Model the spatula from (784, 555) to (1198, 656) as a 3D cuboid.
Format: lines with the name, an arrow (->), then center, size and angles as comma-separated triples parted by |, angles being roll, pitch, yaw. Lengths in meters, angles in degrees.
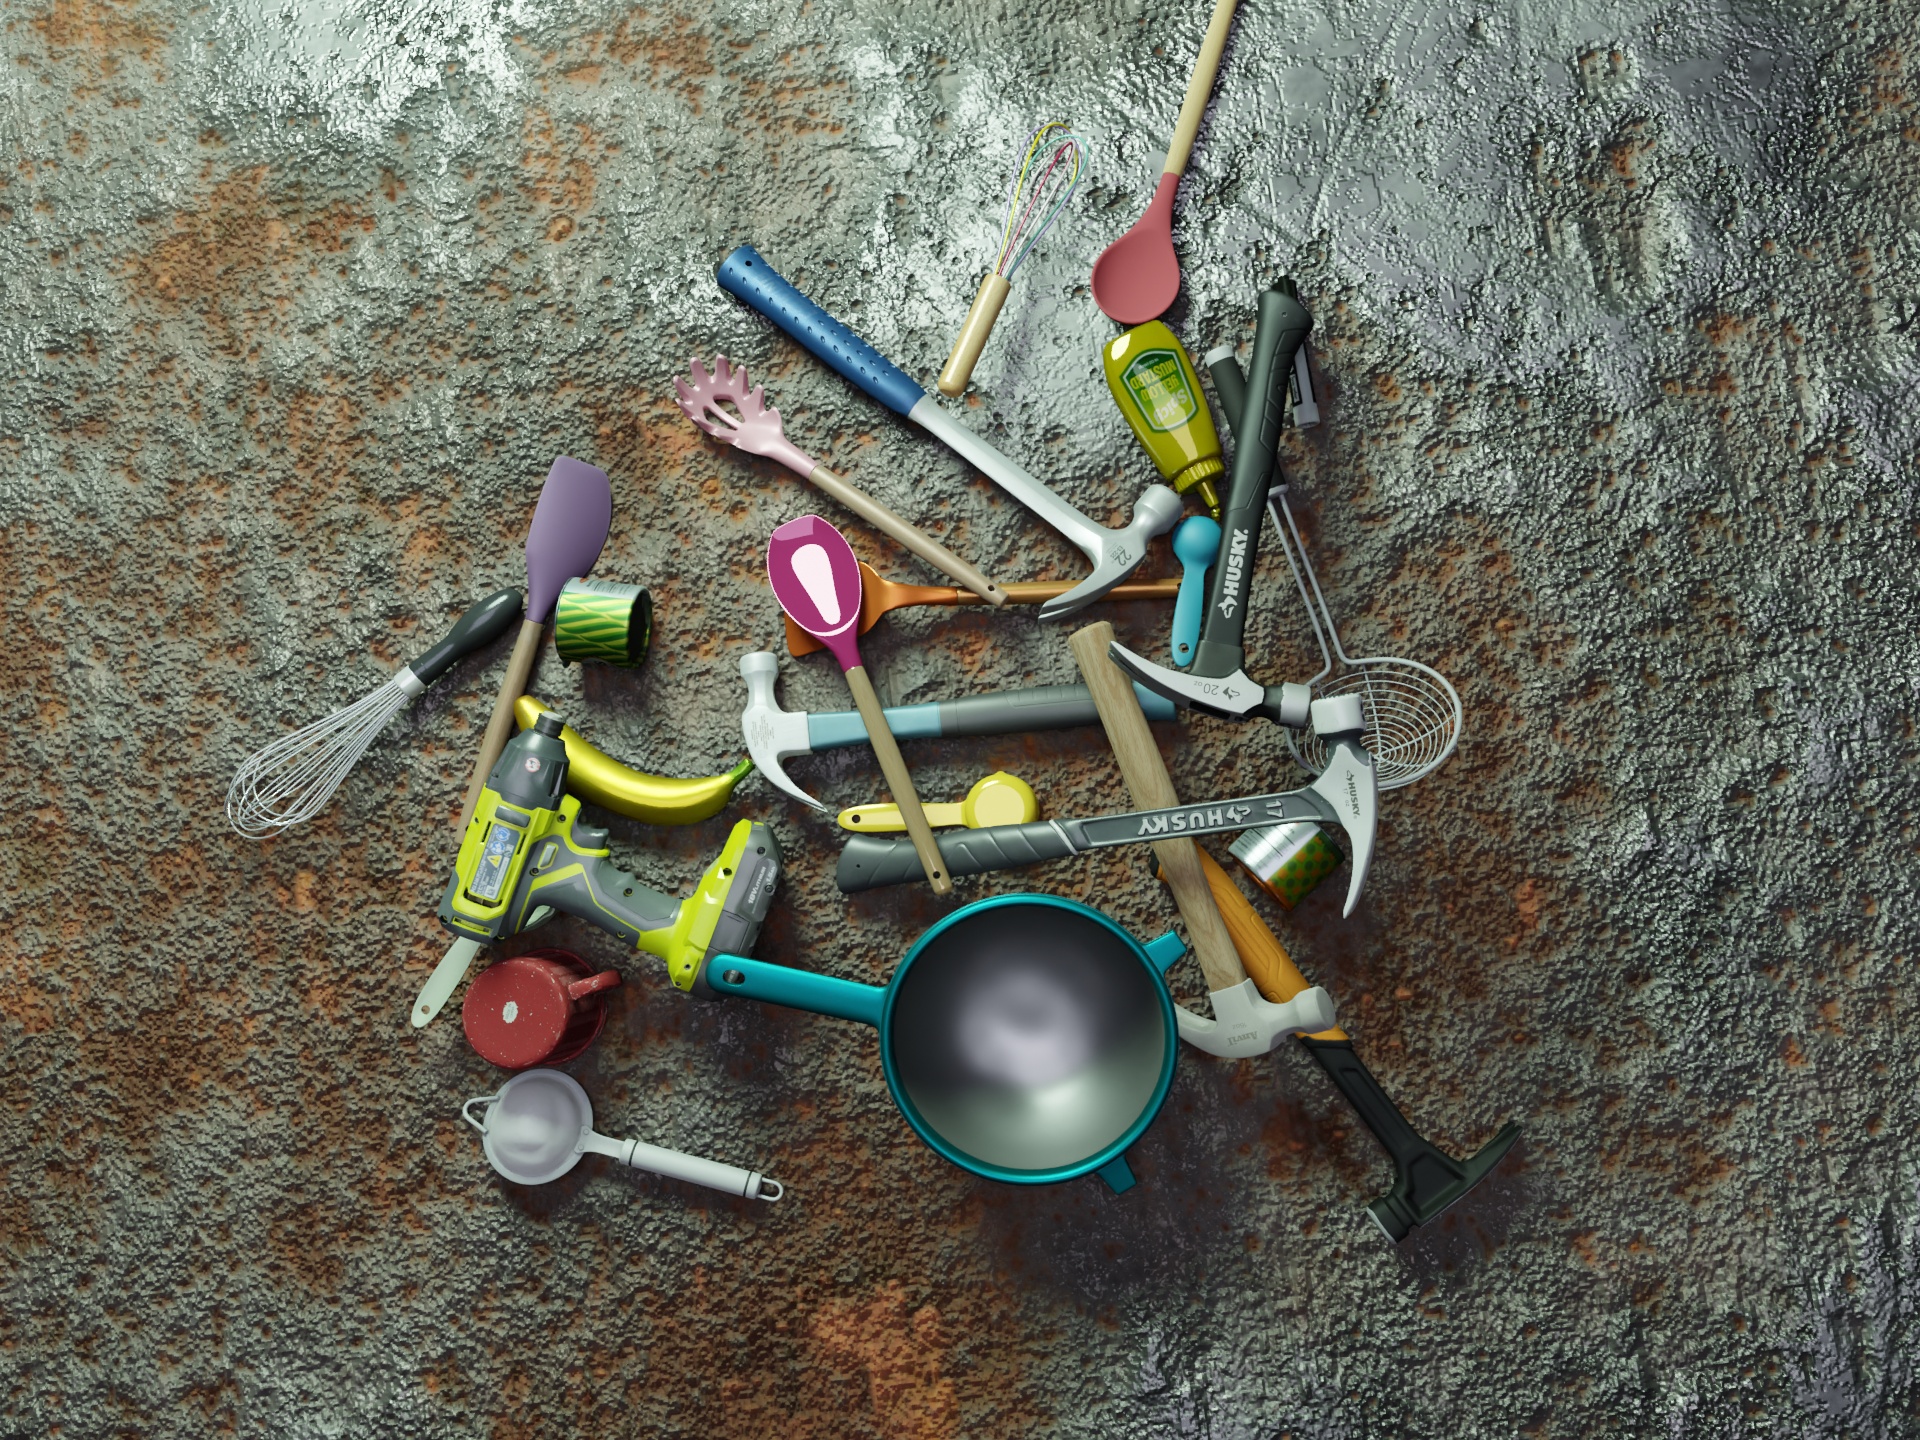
spatula -> 0.022, -0.097, 1.236 | 0.322, 0.041, 0.081 | -2, 83, 0

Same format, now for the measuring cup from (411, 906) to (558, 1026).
measuring cup -> -0.366, 0.164, 1.225 | 0.083, 0.038, 0.167 | 33, 86, 8

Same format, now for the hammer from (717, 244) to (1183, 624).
hammer -> -0.028, -0.234, 1.235 | 0.405, 0.035, 0.144 | 38, 72, 9

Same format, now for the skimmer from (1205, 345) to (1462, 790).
skimmer -> 0.259, -0.121, 1.185 | 0.127, 0.090, 0.363 | -20, 83, 3

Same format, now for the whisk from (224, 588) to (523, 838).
whisk -> -0.456, -0.009, 1.246 | 0.284, 0.070, 0.070 | -40, 83, -5

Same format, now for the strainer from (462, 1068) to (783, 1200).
strainer -> -0.259, 0.323, 1.205 | 0.258, 0.050, 0.087 | 14, 71, 2

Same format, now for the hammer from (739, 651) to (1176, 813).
hammer -> -0.002, -0.004, 1.218 | 0.331, 0.033, 0.128 | -6, 77, 2

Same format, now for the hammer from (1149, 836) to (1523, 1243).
hammer -> 0.262, 0.213, 1.179 | 0.127, 0.034, 0.337 | -38, 83, 0

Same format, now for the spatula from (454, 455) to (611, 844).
spatula -> -0.342, -0.053, 1.254 | 0.059, 0.018, 0.316 | 19, 88, -28

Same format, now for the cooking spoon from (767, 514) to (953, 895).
cooking spoon -> -0.071, -0.015, 1.197 | 0.069, 0.017, 0.319 | -23, 73, -1

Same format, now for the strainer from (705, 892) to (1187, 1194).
strainer -> -0.012, 0.209, 1.162 | 0.340, 0.095, 0.211 | 11, 96, 4

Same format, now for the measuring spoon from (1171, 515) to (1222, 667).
measuring spoon -> 0.177, -0.101, 1.206 | 0.042, 0.021, 0.129 | 11, 68, 0

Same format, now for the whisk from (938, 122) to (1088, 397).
whisk -> 0.041, -0.358, 1.237 | 0.051, 0.047, 0.245 | 20, 78, 16

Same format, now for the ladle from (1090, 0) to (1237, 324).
ladle -> 0.173, -0.455, 1.258 | 0.069, 0.031, 0.315 | 18, 84, 3

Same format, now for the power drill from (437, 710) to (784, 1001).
power drill -> -0.250, 0.104, 1.174 | 0.223, 0.080, 0.171 | 21, 92, -9

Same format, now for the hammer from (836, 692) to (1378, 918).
hammer -> 0.095, 0.086, 1.143 | 0.409, 0.036, 0.149 | -10, 87, 22

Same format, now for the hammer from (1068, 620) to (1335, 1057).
hammer -> 0.151, 0.086, 1.161 | 0.130, 0.031, 0.331 | -25, 82, 30

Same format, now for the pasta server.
pasta server -> -0.092, -0.181, 1.229 | 0.316, 0.040, 0.060 | 35, 73, 13

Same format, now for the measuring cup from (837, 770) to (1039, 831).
measuring cup -> -0.018, 0.072, 1.216 | 0.156, 0.029, 0.062 | -3, 84, 4

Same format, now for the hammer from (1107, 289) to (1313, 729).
hammer -> 0.205, -0.164, 1.167 | 0.146, 0.035, 0.335 | 11, 75, 4
